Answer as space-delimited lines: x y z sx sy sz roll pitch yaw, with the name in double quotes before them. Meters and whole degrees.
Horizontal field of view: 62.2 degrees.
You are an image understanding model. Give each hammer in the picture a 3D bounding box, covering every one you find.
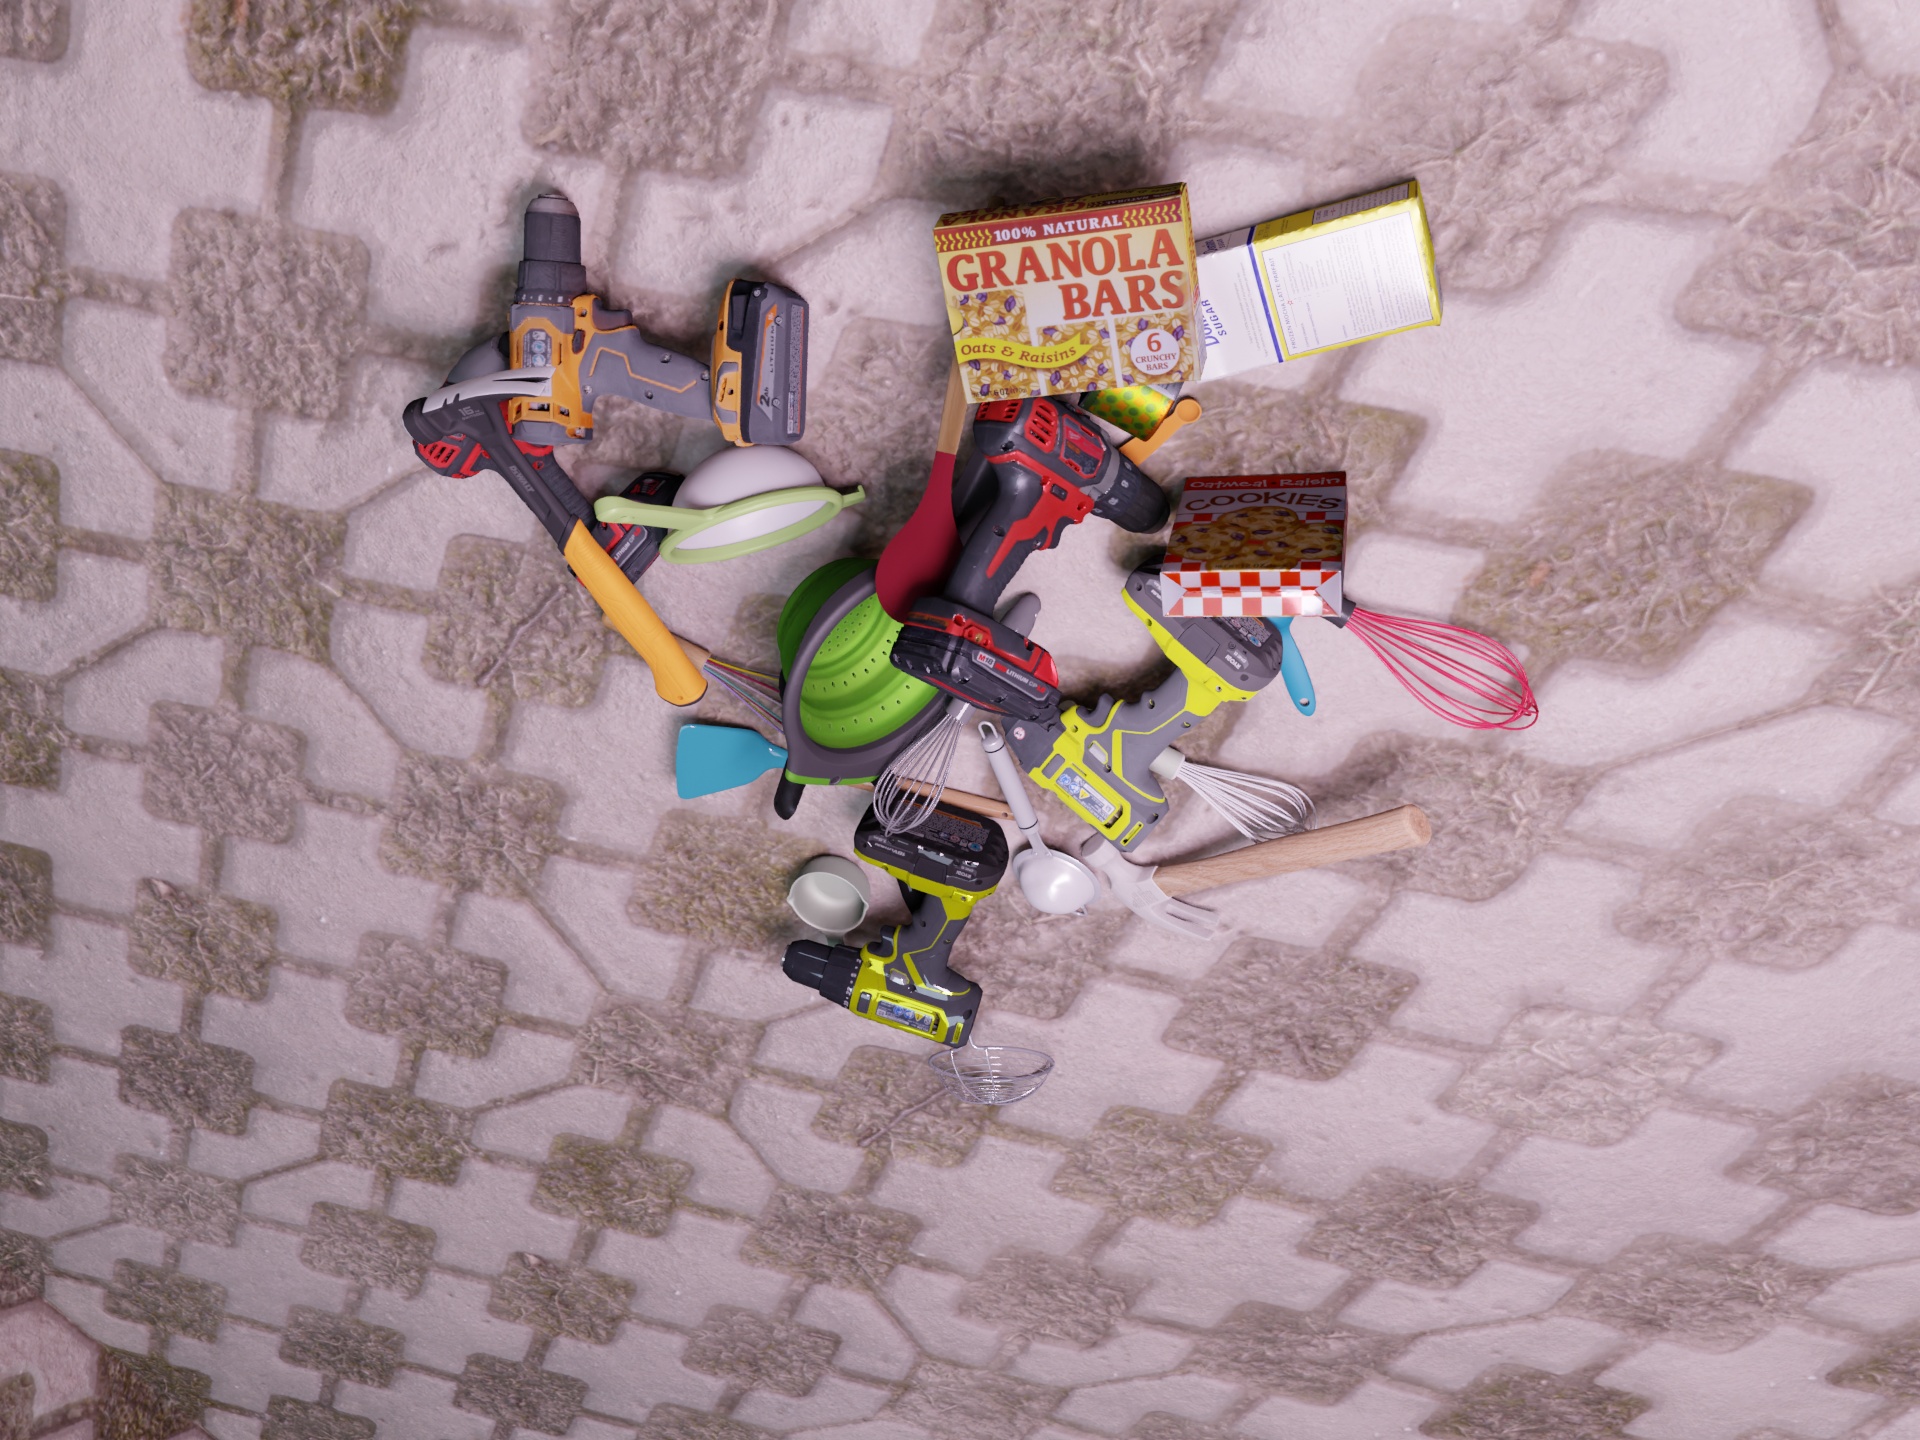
"hammer" 0.254 0.121 1.346 0.130 0.031 0.331 46 143 -19
"hammer" -0.290 -0.132 1.258 0.127 0.034 0.336 -9 135 24

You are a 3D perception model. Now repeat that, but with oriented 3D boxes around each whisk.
"whisk" 0.193 0.044 1.364 0.246 0.058 0.059 26 93 1
"whisk" -0.001 -0.004 1.330 0.055 0.055 0.239 32 97 -9
"whisk" -0.210 -0.037 1.417 0.245 0.051 0.047 27 133 -1
"whisk" 0.319 -0.073 1.240 0.296 0.073 0.073 29 127 0

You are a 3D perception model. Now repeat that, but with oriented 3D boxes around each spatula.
"spatula" -0.101 0.059 1.454 0.317 0.044 0.082 12 121 6

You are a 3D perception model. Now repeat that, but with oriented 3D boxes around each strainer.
"strainer" 0.062 0.101 1.424 0.087 0.050 0.258 -1 129 32
"strainer" -0.198 -0.176 1.216 0.151 0.256 0.069 -20 84 27

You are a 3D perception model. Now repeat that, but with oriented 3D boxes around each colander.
"colander" -0.045 -0.132 1.272 0.095 0.204 0.397 43 115 33

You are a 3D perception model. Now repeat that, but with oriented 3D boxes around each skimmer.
"skimmer" -0.007 0.233 1.562 0.127 0.090 0.363 -10 111 22

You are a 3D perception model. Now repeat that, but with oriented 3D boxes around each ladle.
"ladle" -0.004 -0.221 1.159 0.069 0.031 0.315 8 100 -19

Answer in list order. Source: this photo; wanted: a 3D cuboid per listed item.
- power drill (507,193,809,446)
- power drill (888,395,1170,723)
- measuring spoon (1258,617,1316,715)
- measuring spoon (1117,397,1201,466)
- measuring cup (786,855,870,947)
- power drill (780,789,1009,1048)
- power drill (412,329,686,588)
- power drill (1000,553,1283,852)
"power drill" -0.232 -0.297 1.199 0.226 0.084 0.185 5 101 8
"power drill" 0.060 -0.115 1.175 0.187 0.227 0.080 26 173 -40
"measuring spoon" 0.264 -0.052 1.288 0.042 0.021 0.128 -14 118 23
"measuring spoon" 0.138 -0.211 1.220 0.021 0.011 0.117 40 128 -20
"measuring cup" -0.119 0.201 1.565 0.083 0.038 0.167 2 127 14
"power drill" -0.059 0.184 1.459 0.190 0.080 0.228 18 120 5
"power drill" -0.332 -0.211 1.308 0.219 0.079 0.143 39 125 -10
"power drill" 0.138 -0.020 1.288 0.171 0.080 0.223 41 121 6
